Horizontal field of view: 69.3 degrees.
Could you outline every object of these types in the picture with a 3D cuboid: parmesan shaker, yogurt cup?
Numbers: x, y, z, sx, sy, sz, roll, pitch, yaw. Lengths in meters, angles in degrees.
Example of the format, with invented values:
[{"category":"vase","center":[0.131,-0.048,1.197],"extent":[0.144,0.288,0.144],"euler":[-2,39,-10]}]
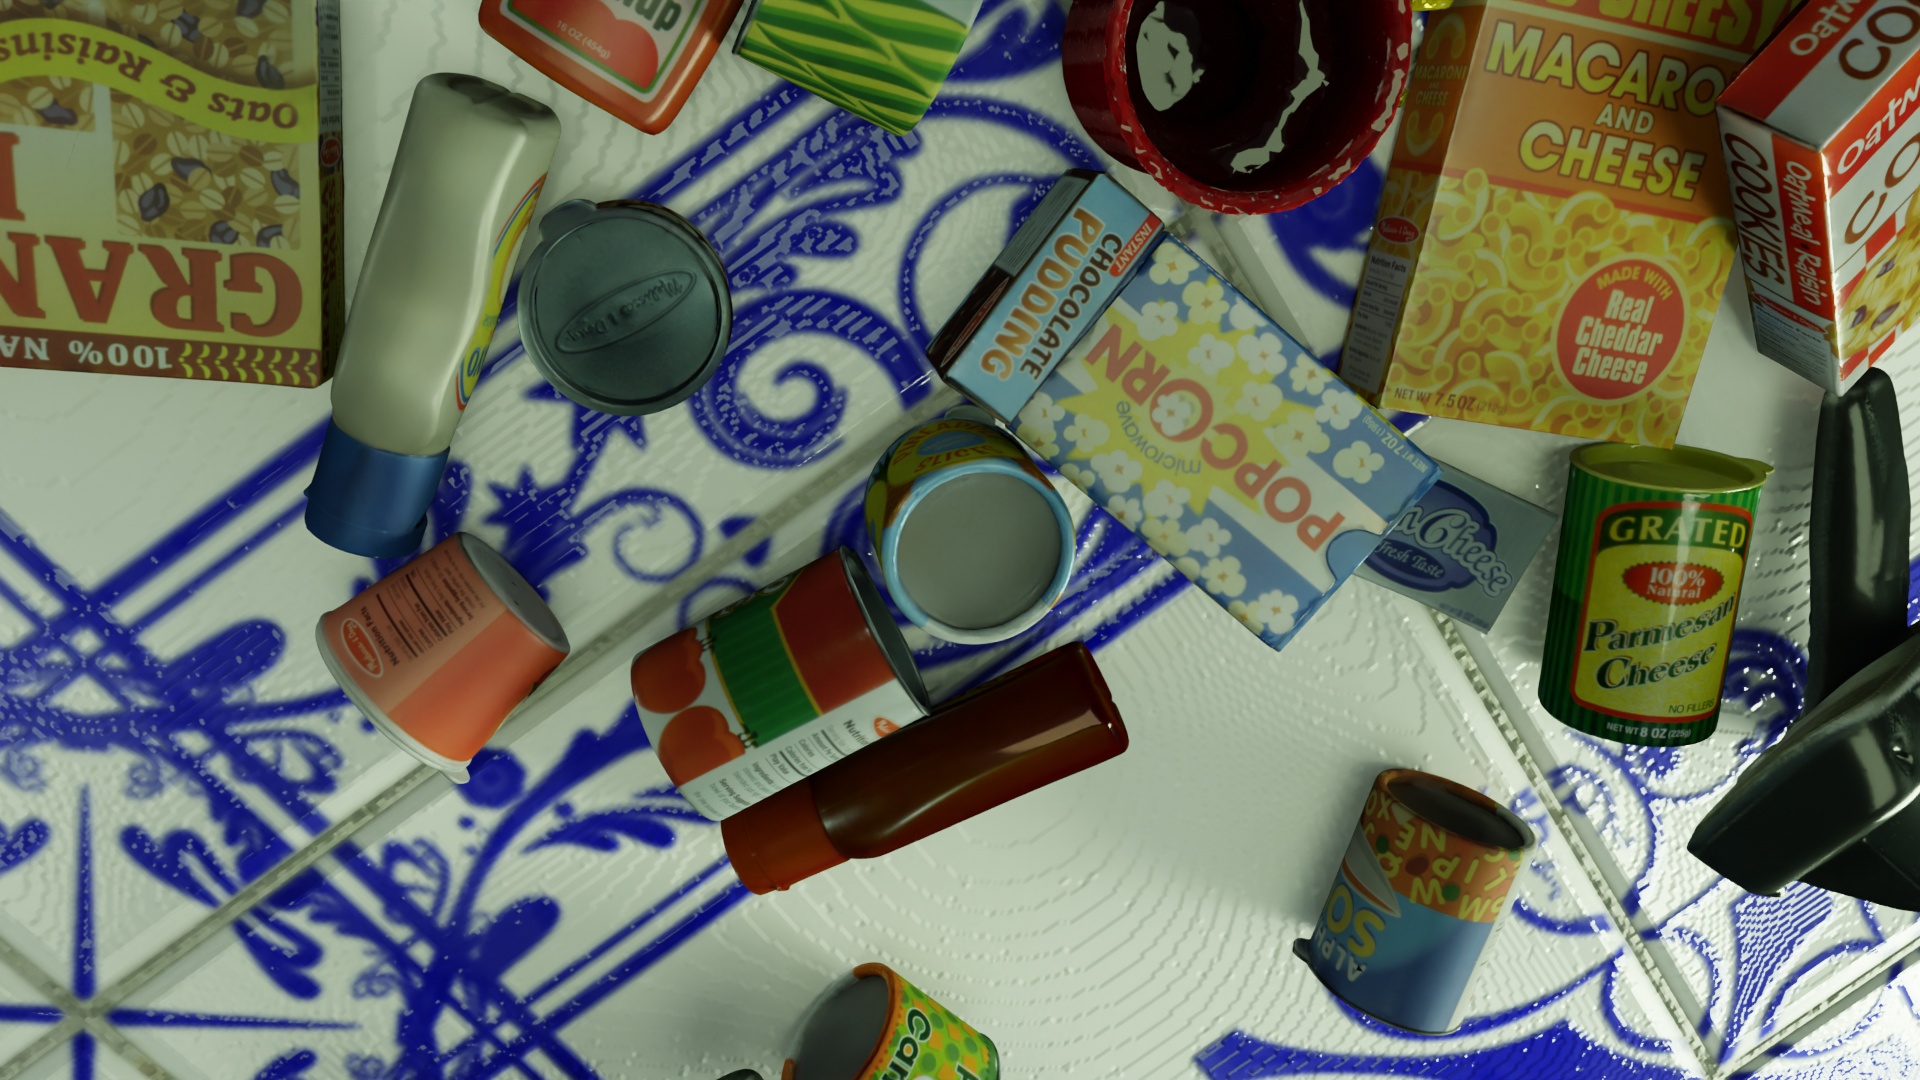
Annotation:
[{"category":"parmesan shaker","center":[0.266,0.020,0.533],"extent":[0.071,0.071,0.102],"euler":[-4,109,-9]},{"category":"yogurt cup","center":[-0.168,0.034,0.460],"extent":[0.054,0.072,0.072],"euler":[-40,111,-4]}]

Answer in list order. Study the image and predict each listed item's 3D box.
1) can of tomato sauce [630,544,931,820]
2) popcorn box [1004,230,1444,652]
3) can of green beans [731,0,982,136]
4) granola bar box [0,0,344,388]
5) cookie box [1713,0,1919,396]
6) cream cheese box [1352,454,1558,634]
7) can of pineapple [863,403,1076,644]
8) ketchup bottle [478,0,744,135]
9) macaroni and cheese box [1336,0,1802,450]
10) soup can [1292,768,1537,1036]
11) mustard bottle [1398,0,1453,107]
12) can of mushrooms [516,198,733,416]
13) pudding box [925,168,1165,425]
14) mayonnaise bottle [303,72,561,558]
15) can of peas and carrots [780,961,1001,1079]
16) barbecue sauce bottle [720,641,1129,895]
[{"category":"can of tomato sauce","center":[-0.062,0.048,0.482],"extent":[0.083,0.071,0.071],"euler":[-27,111,2]},{"category":"popcorn box","center":[0.088,-0.035,0.482],"extent":[0.126,0.038,0.085],"euler":[39,99,-6]},{"category":"can of green beans","center":[-0.029,-0.164,0.418],"extent":[0.058,0.071,0.071],"euler":[23,103,-17]},{"category":"granola bar box","center":[-0.271,-0.113,0.404],"extent":[0.166,0.039,0.123],"euler":[3,107,-12]},{"category":"cookie box","center":[0.318,-0.138,0.464],"extent":[0.123,0.040,0.167],"euler":[-48,141,7]},{"category":"cream cheese box","center":[0.170,-0.007,0.530],"extent":[0.104,0.024,0.053],"euler":[22,102,-17]},{"category":"can of pineapple","center":[0.002,-0.006,0.480],"extent":[0.071,0.058,0.070],"euler":[-3,109,-9]},{"category":"ketchup bottle","center":[-0.079,-0.199,0.410],"extent":[0.065,0.043,0.148],"euler":[31,100,-14]},{"category":"macaroni and cheese box","center":[0.215,-0.123,0.492],"extent":[0.124,0.040,0.165],"euler":[6,107,-13]},{"category":"soup can","center":[0.182,0.143,0.560],"extent":[0.071,0.071,0.083],"euler":[13,105,-14]},{"category":"mustard bottle","center":[0.137,-0.220,0.440],"extent":[0.065,0.049,0.159],"euler":[-6,110,-9]},{"category":"can of mushrooms","center":[-0.109,-0.078,0.449],"extent":[0.071,0.033,0.070],"euler":[-3,109,-9]},{"category":"pudding box","center":[0.026,-0.083,0.464],"extent":[0.030,0.050,0.083],"euler":[36,98,-17]},{"category":"mayonnaise bottle","center":[-0.165,-0.067,0.429],"extent":[0.041,0.065,0.147],"euler":[20,107,-13]},{"category":"can of peas and carrots","center":[-0.027,0.208,0.539],"extent":[0.058,0.071,0.071],"euler":[42,97,-19]},{"category":"barbecue sauce bottle","center":[-0.014,0.086,0.509],"extent":[0.148,0.065,0.044],"euler":[-24,73,6]}]
